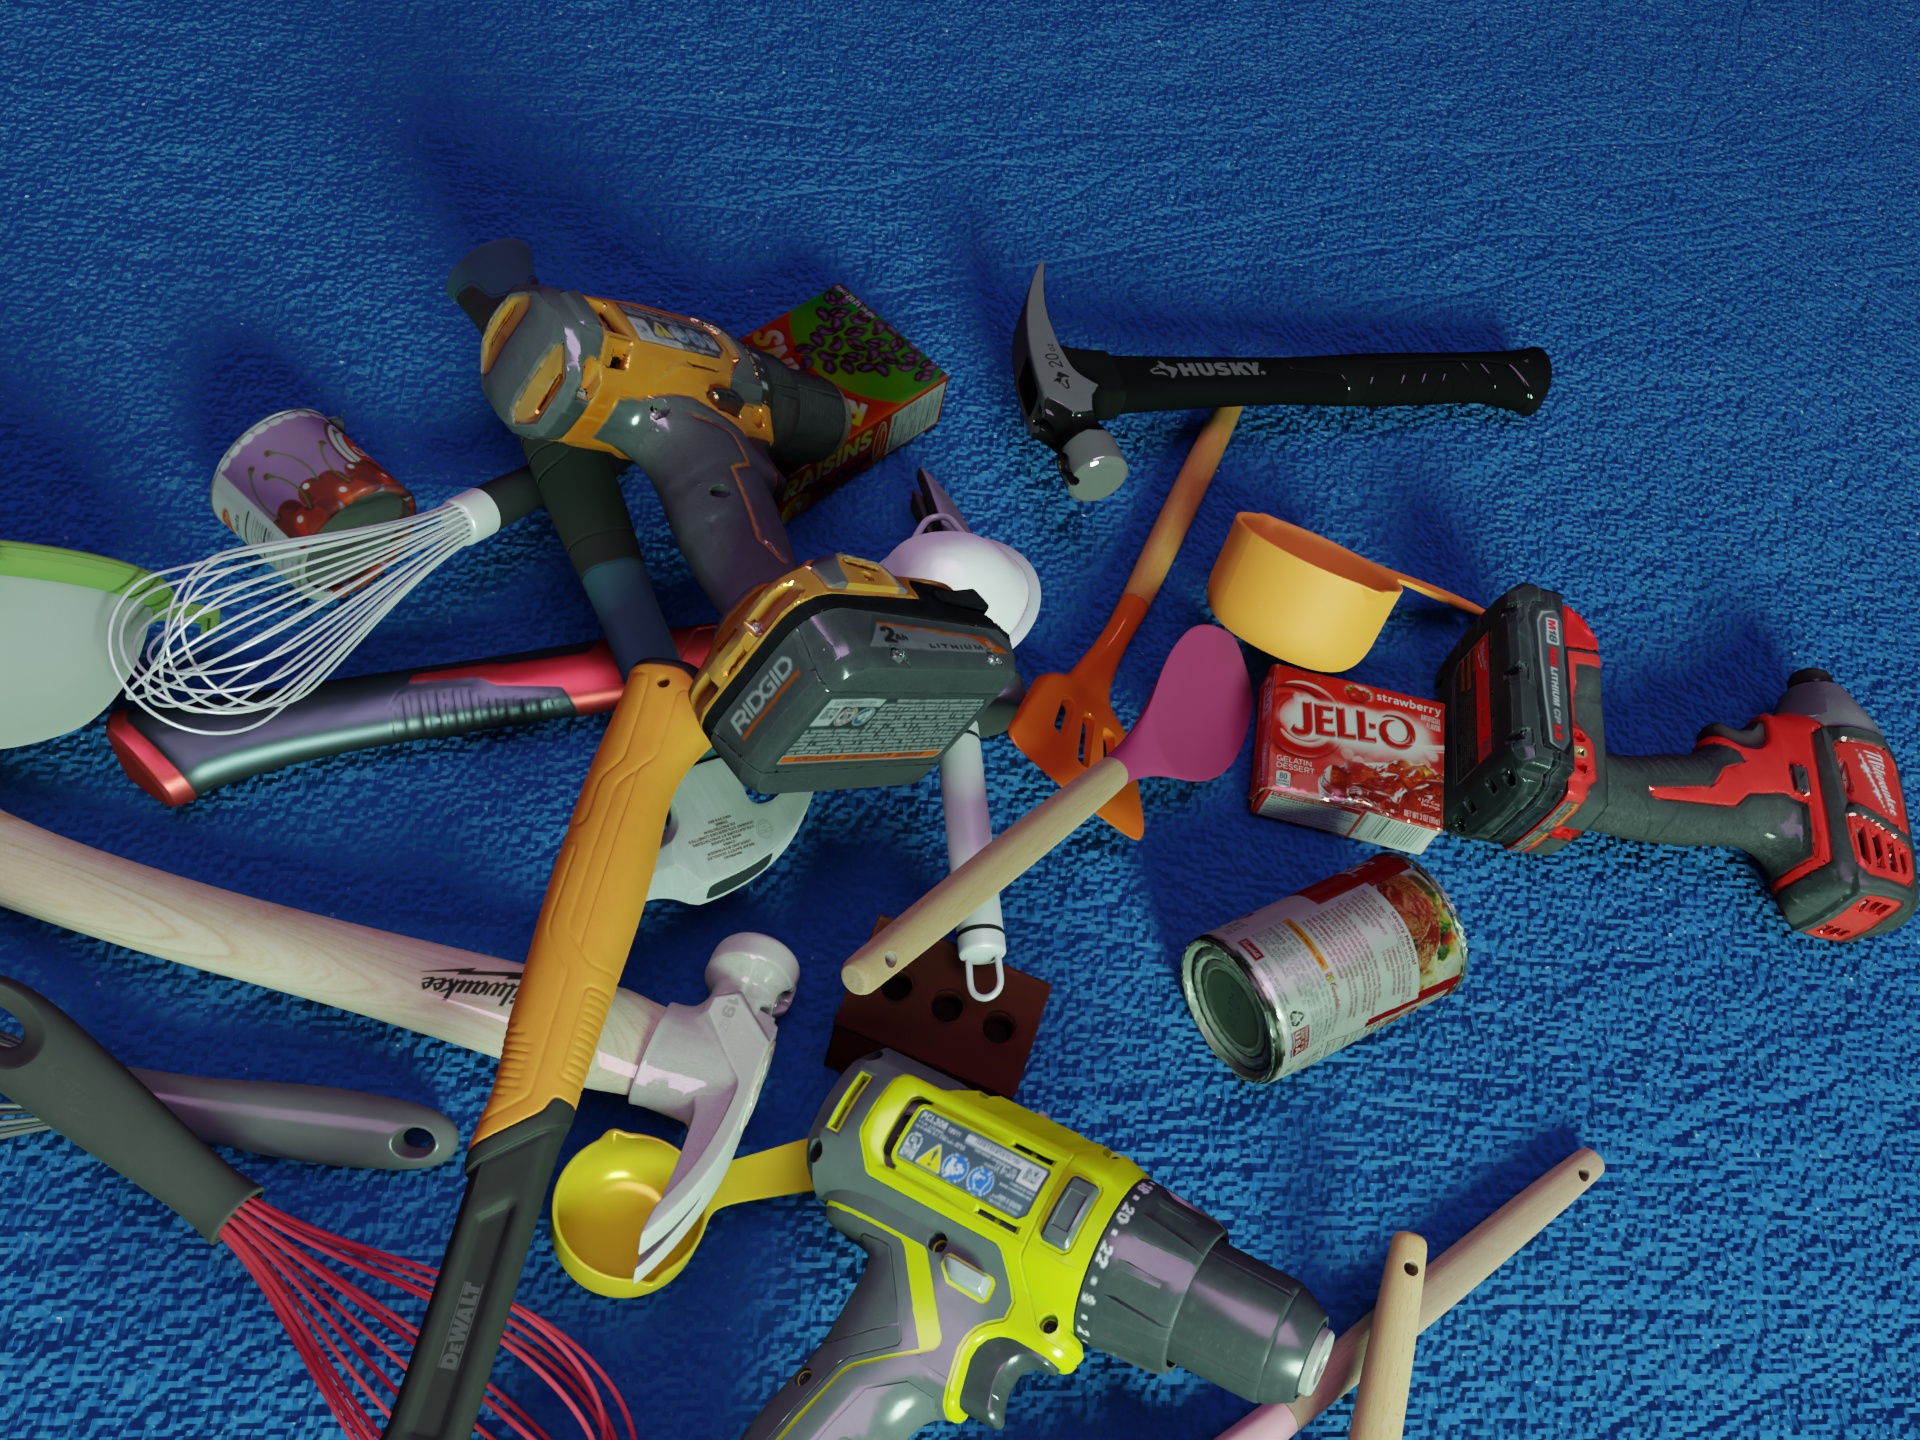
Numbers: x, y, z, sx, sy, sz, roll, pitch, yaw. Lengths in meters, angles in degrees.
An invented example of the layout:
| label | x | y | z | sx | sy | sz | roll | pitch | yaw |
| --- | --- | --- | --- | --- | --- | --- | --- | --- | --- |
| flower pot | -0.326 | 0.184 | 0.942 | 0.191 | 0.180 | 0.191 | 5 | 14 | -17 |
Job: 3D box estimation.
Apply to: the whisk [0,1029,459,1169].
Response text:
| label | x | y | z | sx | sy | sz | roll | pitch | yaw |
| --- | --- | --- | --- | --- | --- | --- | --- | --- | --- |
| whisk | -0.306 | 0.141 | 0.579 | 0.239 | 0.055 | 0.055 | 10 | 57 | -11 |

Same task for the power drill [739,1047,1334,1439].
| label | x | y | z | sx | sy | sz | roll | pitch | yaw |
| --- | --- | --- | --- | --- | --- | --- | --- | --- | --- |
| power drill | -0.004 | 0.239 | 0.523 | 0.191 | 0.080 | 0.228 | 21 | 61 | 26 |

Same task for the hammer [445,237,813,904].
| label | x | y | z | sx | sy | sz | roll | pitch | yaw |
| --- | --- | --- | --- | --- | --- | --- | --- | --- | --- |
| hammer | -0.156 | -0.075 | 0.688 | 0.128 | 0.033 | 0.331 | -16 | 69 | -23 |

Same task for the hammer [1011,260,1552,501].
| label | x | y | z | sx | sy | sz | roll | pitch | yaw |
| --- | --- | --- | --- | --- | --- | --- | --- | --- | --- |
| hammer | 0.184 | -0.189 | 0.870 | 0.334 | 0.035 | 0.146 | -6 | 56 | -22 |

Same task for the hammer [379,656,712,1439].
| label | x | y | z | sx | sy | sz | roll | pitch | yaw |
| --- | --- | --- | --- | --- | --- | --- | --- | --- | --- |
| hammer | -0.150 | 0.117 | 0.540 | 0.127 | 0.034 | 0.337 | 11 | 57 | 1 |

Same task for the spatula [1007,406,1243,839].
| label | x | y | z | sx | sy | sz | roll | pitch | yaw |
| --- | --- | --- | --- | --- | --- | --- | --- | --- | --- |
| spatula | 0.101 | -0.078 | 0.799 | 0.081 | 0.041 | 0.323 | 39 | 54 | -15 |

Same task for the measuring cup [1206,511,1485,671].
| label | x | y | z | sx | sy | sz | roll | pitch | yaw |
| --- | --- | --- | --- | --- | --- | --- | --- | --- | --- |
| measuring cup | 0.199 | -0.053 | 0.800 | 0.173 | 0.052 | 0.095 | 12 | 23 | -33 |

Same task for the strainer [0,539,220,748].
| label | x | y | z | sx | sy | sz | roll | pitch | yaw |
| --- | --- | --- | --- | --- | --- | --- | --- | --- | --- |
| strainer | -0.442 | -0.020 | 0.624 | 0.256 | 0.151 | 0.069 | -5 | 83 | 7 |

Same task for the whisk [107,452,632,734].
| label | x | y | z | sx | sy | sz | roll | pitch | yaw |
| --- | --- | --- | --- | --- | --- | --- | --- | --- | --- |
| whisk | -0.238 | -0.078 | 0.693 | 0.070 | 0.070 | 0.285 | 36 | 42 | 11 |

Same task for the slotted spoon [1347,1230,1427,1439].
| label | x | y | z | sx | sy | sz | roll | pitch | yaw |
| --- | --- | --- | --- | --- | --- | --- | --- | --- | --- |
| slotted spoon | 0.128 | 0.331 | 0.543 | 0.070 | 0.031 | 0.314 | 20 | 63 | 0 |

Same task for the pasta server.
| label | x | y | z | sx | sy | sz | roll | pitch | yaw |
| --- | --- | --- | --- | --- | --- | --- | --- | --- | --- |
| pasta server | 0.148 | 0.250 | 0.608 | 0.316 | 0.040 | 0.060 | -26 | 84 | -26 |

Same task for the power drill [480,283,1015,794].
| label | x | y | z | sx | sy | sz | roll | pitch | yaw |
| --- | --- | --- | --- | --- | --- | --- | --- | --- | --- |
| power drill | -0.072 | -0.080 | 0.653 | 0.185 | 0.084 | 0.226 | -1 | 49 | -54 |

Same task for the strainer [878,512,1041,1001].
| label | x | y | z | sx | sy | sz | roll | pitch | yaw |
| --- | --- | --- | --- | --- | --- | --- | --- | --- | --- |
| strainer | -0.001 | -0.002 | 0.679 | 0.087 | 0.050 | 0.259 | -9 | 58 | 3 |

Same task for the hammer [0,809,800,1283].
| label | x | y | z | sx | sy | sz | roll | pitch | yaw |
| --- | --- | --- | --- | --- | --- | --- | --- | --- | --- |
| hammer | -0.275 | 0.088 | 0.603 | 0.410 | 0.038 | 0.146 | 16 | 37 | 2 |

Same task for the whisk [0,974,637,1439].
| label | x | y | z | sx | sy | sz | roll | pitch | yaw |
| --- | --- | --- | --- | --- | --- | --- | --- | --- | --- |
| whisk | -0.231 | 0.181 | 0.539 | 0.296 | 0.073 | 0.073 | 37 | 59 | 3 |

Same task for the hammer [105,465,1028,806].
| label | x | y | z | sx | sy | sz | roll | pitch | yaw |
| --- | --- | --- | --- | --- | --- | --- | --- | --- | --- |
| hammer | -0.170 | -0.032 | 0.717 | 0.386 | 0.038 | 0.143 | -9 | 60 | -17 |

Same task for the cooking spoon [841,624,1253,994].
| label | x | y | z | sx | sy | sz | roll | pitch | yaw |
| --- | --- | --- | --- | --- | --- | --- | --- | --- | --- |
| cooking spoon | 0.051 | 0.032 | 0.668 | 0.319 | 0.017 | 0.068 | -33 | 108 | -49 |

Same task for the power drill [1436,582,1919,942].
| label | x | y | z | sx | sy | sz | roll | pitch | yaw |
| --- | --- | --- | --- | --- | --- | --- | --- | --- | --- |
| power drill | 0.351 | 0.016 | 0.774 | 0.219 | 0.078 | 0.143 | 15 | 57 | -6 |

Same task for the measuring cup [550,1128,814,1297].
| label | x | y | z | sx | sy | sz | roll | pitch | yaw |
| --- | --- | --- | --- | --- | --- | --- | --- | --- | --- |
| measuring cup | -0.081 | 0.182 | 0.616 | 0.156 | 0.029 | 0.062 | -5 | 52 | -28 |
